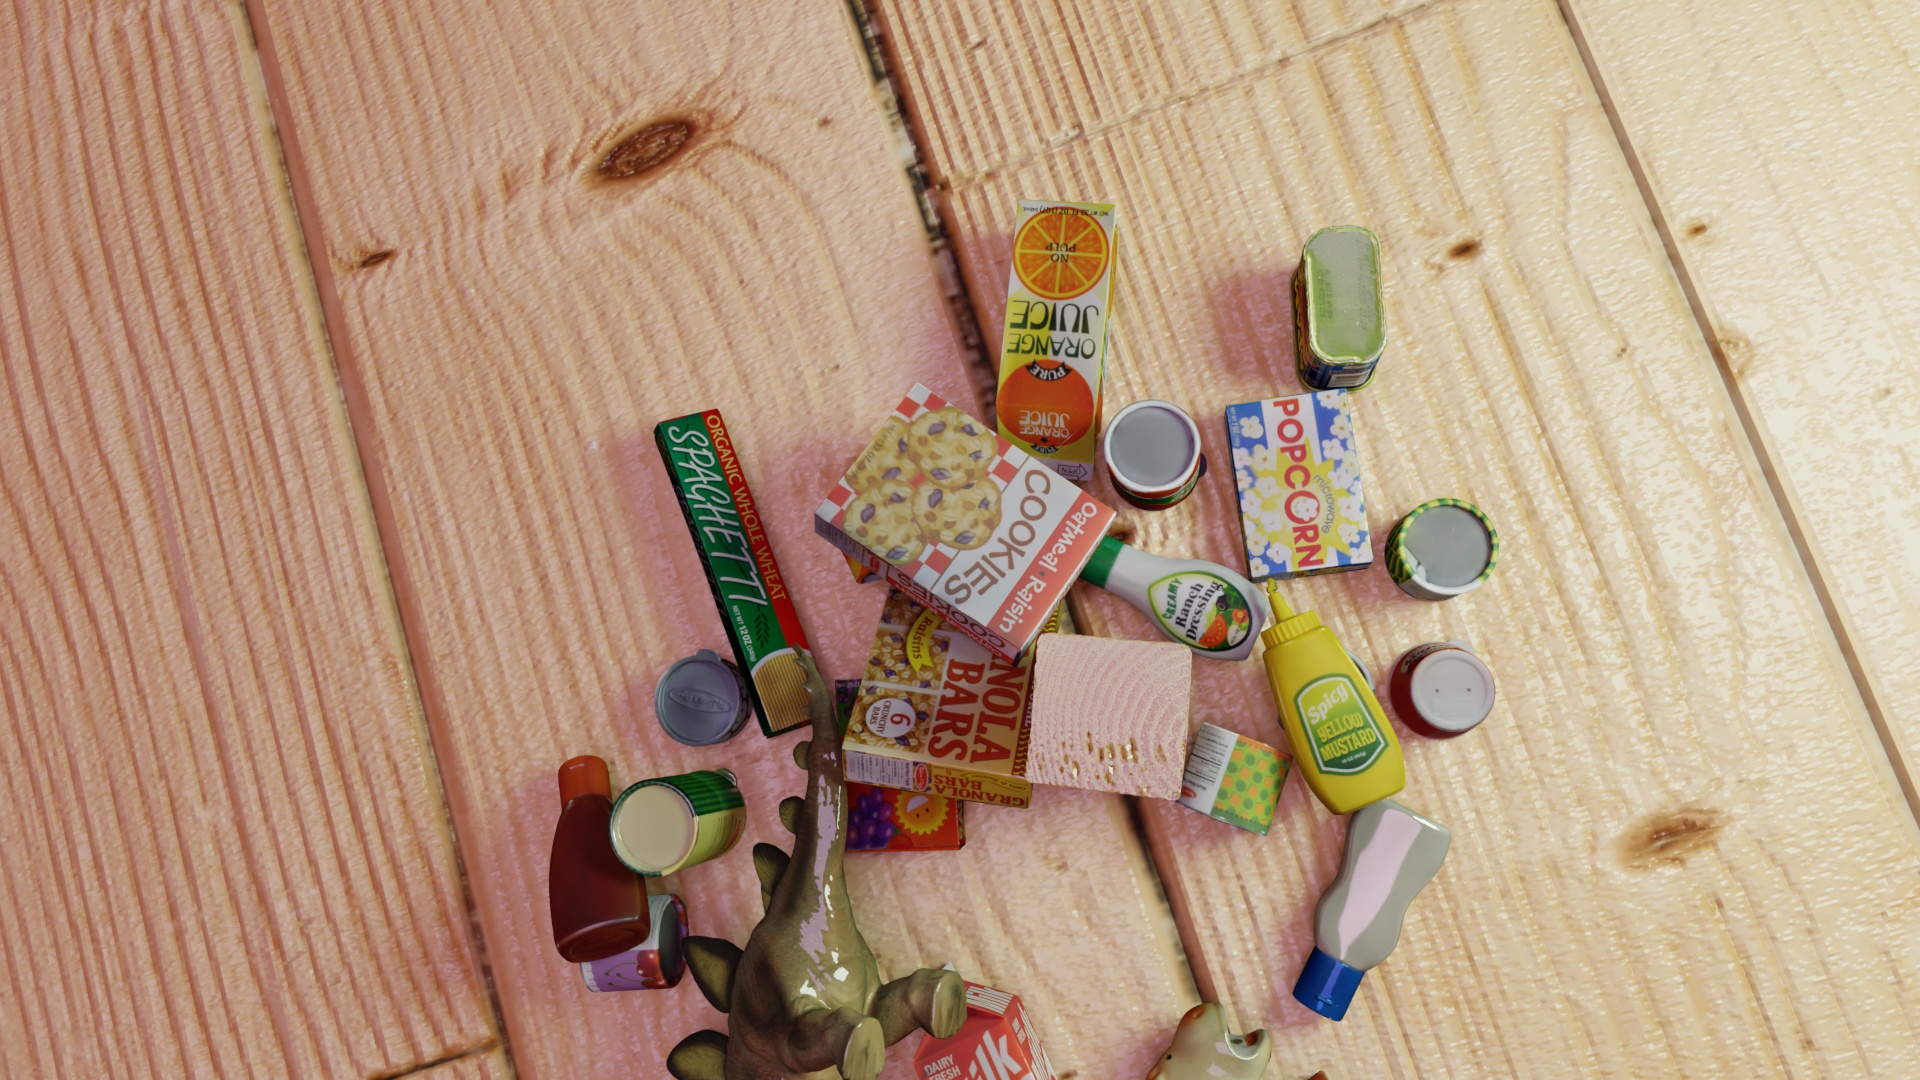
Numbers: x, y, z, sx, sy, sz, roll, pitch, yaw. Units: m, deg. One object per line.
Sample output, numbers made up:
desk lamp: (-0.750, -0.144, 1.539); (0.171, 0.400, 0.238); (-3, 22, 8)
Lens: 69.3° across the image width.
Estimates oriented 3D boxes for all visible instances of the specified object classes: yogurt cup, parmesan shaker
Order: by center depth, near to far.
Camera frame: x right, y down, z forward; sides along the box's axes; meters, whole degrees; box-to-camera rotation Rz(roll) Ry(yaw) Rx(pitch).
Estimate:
yogurt cup: (0.327, 0.101, 0.938); (0.072, 0.054, 0.072); (-1, 83, 9)
parmesan shaker: (-0.197, 0.195, 0.979); (0.071, 0.103, 0.071); (-1, 83, 9)

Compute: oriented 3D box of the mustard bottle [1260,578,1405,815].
mustard bottle: (0.236, 0.099, 0.919); (0.065, 0.049, 0.160); (-24, 80, 3)

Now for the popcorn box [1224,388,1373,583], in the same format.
popcorn box: (0.237, -0.038, 0.978); (0.085, 0.038, 0.127); (-8, 82, 7)

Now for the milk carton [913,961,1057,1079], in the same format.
milk carton: (0.027, 0.379, 0.937); (0.073, 0.072, 0.191); (-26, 79, 5)

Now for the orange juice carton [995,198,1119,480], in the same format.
orange juice carton: (0.069, -0.140, 0.999); (0.072, 0.073, 0.193); (5, 84, 9)

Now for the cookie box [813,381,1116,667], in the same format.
cookie box: (0.003, -0.012, 0.948); (0.167, 0.040, 0.123); (34, 69, 7)

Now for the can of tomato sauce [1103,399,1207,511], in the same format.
can of tomato sauce: (0.137, -0.058, 0.973); (0.071, 0.083, 0.071); (-1, 83, 9)

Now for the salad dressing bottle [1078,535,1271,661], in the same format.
salad dressing bottle: (0.142, 0.034, 0.979); (0.148, 0.044, 0.064); (25, 100, 13)

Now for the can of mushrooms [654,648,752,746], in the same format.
can of mushrooms: (-0.188, 0.116, 1.024); (0.071, 0.033, 0.071); (-1, 83, 9)

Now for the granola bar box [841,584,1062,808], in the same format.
granola bar box: (-0.002, 0.098, 0.945); (0.124, 0.038, 0.166); (8, 44, 6)

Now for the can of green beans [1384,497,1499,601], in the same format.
can of green beans: (0.328, 0.007, 0.948); (0.071, 0.058, 0.071); (-1, 83, 8)

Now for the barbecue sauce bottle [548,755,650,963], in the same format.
barbecue sauce bottle: (-0.260, 0.220, 0.982); (0.065, 0.043, 0.149); (-16, 47, -7)

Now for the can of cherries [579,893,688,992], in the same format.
can of cherries: (-0.232, 0.289, 0.993); (0.058, 0.071, 0.071); (-5, 82, 7)

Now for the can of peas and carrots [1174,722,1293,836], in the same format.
can of peas and carrots: (0.188, 0.163, 0.946); (0.071, 0.071, 0.059); (20, 86, 11)

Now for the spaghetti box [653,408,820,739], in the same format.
spaghetti box: (-0.162, 0.021, 1.025); (0.050, 0.028, 0.250); (-17, 79, -25)

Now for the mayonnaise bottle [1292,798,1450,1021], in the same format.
mayonnaise bottle: (0.271, 0.248, 0.934); (0.065, 0.041, 0.148); (26, 88, 12)

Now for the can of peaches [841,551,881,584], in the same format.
can of peaches: (-0.057, -0.009, 1.002); (0.071, 0.071, 0.058); (-27, 81, 4)

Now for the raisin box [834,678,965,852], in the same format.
raisin box: (-0.042, 0.159, 0.993); (0.086, 0.040, 0.123); (-4, 83, 7)

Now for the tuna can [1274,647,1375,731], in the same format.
tuna can: (0.249, 0.106, 0.960); (0.071, 0.033, 0.071); (-1, 82, 8)
